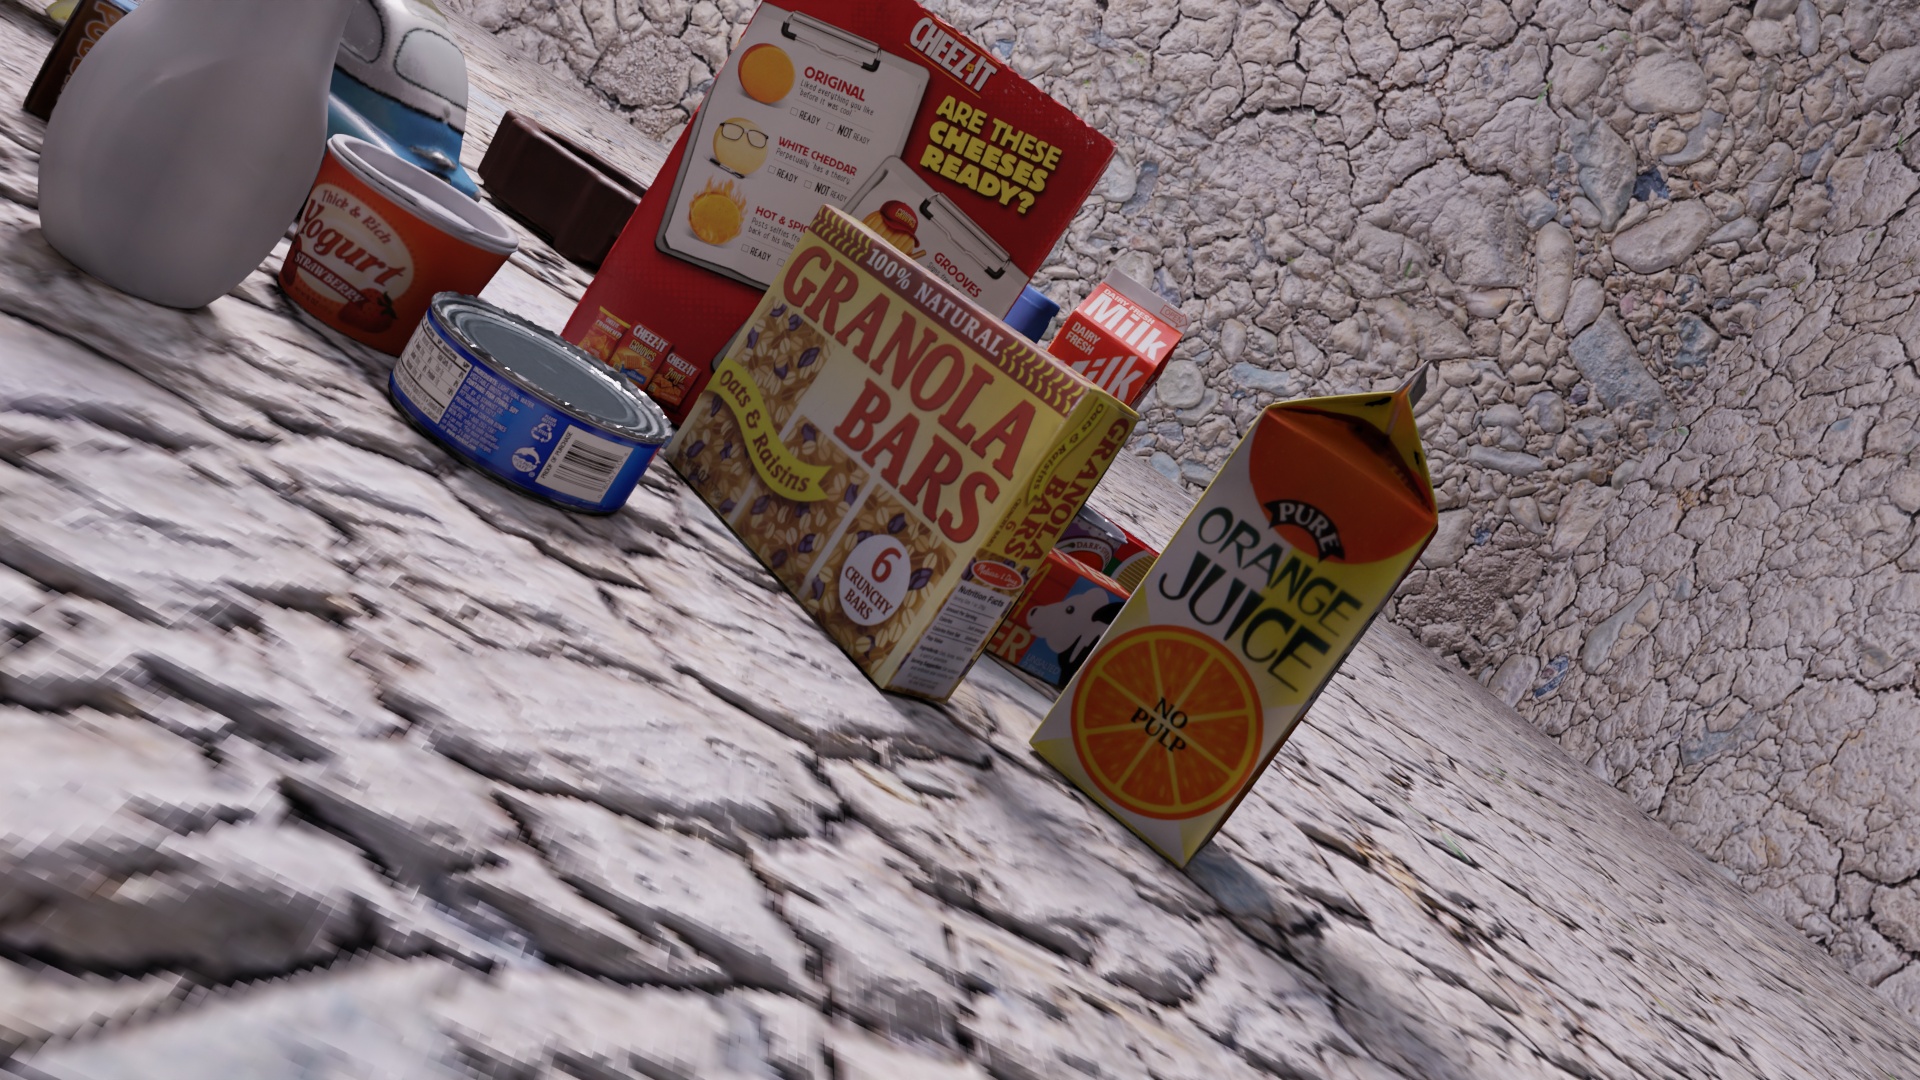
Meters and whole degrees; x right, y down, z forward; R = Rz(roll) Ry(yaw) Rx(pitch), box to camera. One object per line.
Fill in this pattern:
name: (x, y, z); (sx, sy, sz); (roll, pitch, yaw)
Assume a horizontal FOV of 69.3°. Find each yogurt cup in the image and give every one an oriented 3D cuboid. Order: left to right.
yogurt cup: (-0.196, -0.099, 0.479); (0.072, 0.054, 0.072); (33, 9, -6)

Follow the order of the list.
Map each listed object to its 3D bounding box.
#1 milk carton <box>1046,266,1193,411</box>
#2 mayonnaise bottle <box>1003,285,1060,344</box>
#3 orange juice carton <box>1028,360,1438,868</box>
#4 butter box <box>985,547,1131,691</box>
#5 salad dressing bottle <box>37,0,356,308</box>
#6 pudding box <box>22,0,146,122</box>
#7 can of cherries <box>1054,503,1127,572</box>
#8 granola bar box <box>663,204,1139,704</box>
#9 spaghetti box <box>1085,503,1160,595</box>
milk carton: (0.084, -0.098, 0.997); (0.072, 0.190, 0.073); (35, 9, 7)
mayonnaise bottle: (0.029, -0.144, 1.170); (0.041, 0.148, 0.065); (34, 9, -2)
orange juice carton: (0.115, 0.019, 0.513); (0.073, 0.192, 0.072); (37, 9, 17)
butter box: (0.022, 0.023, 0.605); (0.103, 0.053, 0.024); (29, 10, -28)
salad dressing bottle: (-0.196, -0.137, 0.382); (0.044, 0.147, 0.064); (39, 10, 27)
pudding box: (-0.304, -0.174, 0.507); (0.030, 0.049, 0.084); (30, 10, -26)
can of cherries: (0.051, 0.005, 0.775); (0.071, 0.058, 0.071); (33, 9, -6)
granola bar box: (-0.029, -0.037, 0.518); (0.039, 0.124, 0.166); (24, 14, -49)
spaghetti box: (0.041, -0.020, 0.892); (0.250, 0.050, 0.029); (34, 9, 3)
